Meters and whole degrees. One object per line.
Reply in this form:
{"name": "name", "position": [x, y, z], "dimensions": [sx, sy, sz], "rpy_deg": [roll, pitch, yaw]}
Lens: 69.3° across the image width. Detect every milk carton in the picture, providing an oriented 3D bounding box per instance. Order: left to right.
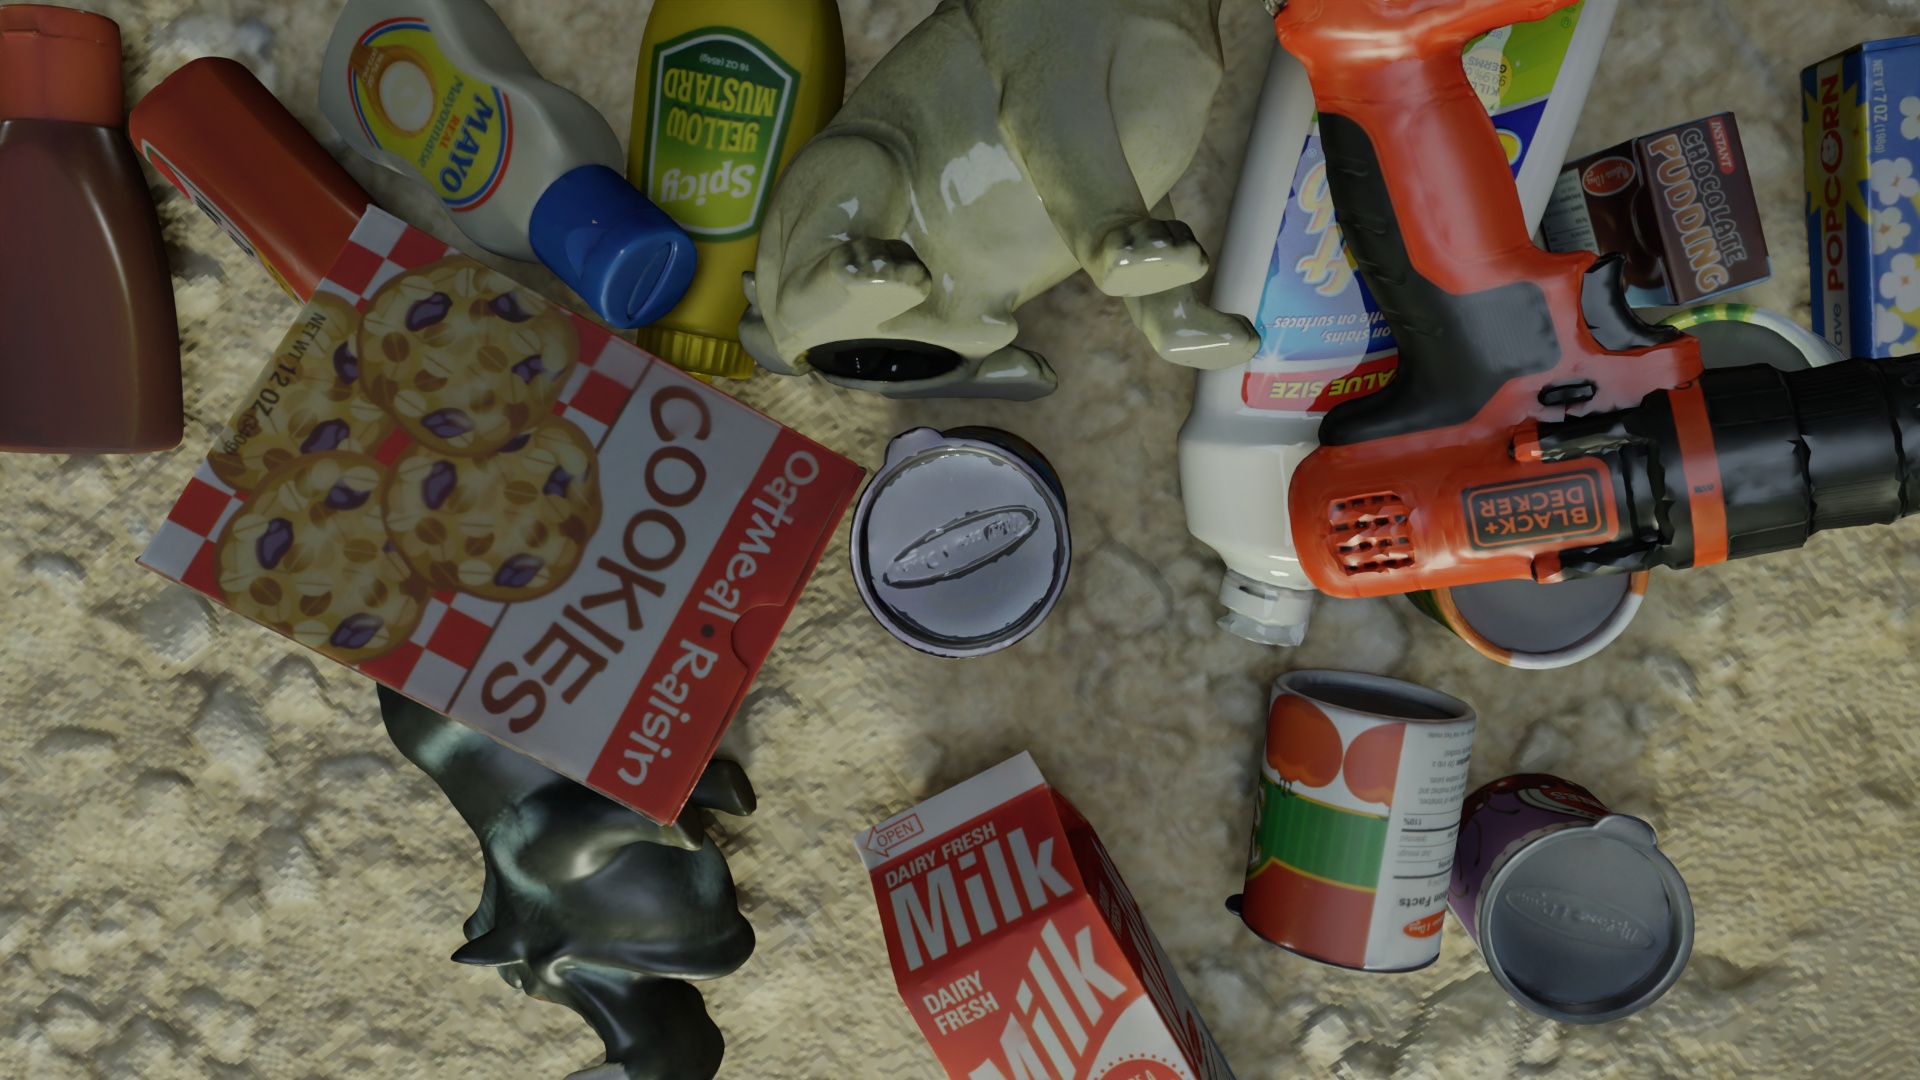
{"name": "milk carton", "position": [0.039, 0.168, 0.477], "dimensions": [0.072, 0.073, 0.190], "rpy_deg": [-28, 95, 8]}

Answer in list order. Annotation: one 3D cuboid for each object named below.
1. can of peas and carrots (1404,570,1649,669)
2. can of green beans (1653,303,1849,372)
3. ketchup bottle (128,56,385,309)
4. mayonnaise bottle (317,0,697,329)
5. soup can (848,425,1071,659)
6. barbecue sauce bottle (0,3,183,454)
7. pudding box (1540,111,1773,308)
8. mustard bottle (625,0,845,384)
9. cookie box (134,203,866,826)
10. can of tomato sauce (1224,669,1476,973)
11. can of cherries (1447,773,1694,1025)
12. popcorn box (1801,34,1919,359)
{"name": "can of peas and carrots", "position": [0.178, 0.002, 0.452], "dimensions": [0.071, 0.059, 0.071], "rpy_deg": [0, 98, 3]}
{"name": "can of green beans", "position": [0.239, -0.038, 0.430], "dimensions": [0.071, 0.058, 0.071], "rpy_deg": [1, 91, 40]}
{"name": "ketchup bottle", "position": [-0.203, -0.090, 0.467], "dimensions": [0.043, 0.064, 0.148], "rpy_deg": [-45, 102, -8]}
{"name": "mayonnaise bottle", "position": [-0.143, -0.123, 0.440], "dimensions": [0.148, 0.041, 0.064], "rpy_deg": [41, 111, 22]}
{"name": "soup can", "position": [0.002, -0.006, 0.451], "dimensions": [0.071, 0.084, 0.071], "rpy_deg": [0, 98, 4]}
{"name": "barbecue sauce bottle", "position": [-0.307, -0.105, 0.479], "dimensions": [0.065, 0.044, 0.148], "rpy_deg": [1, 97, 4]}
{"name": "pudding box", "position": [0.208, -0.097, 0.424], "dimensions": [0.030, 0.084, 0.049], "rpy_deg": [-17, 96, 5]}
{"name": "mustard bottle", "position": [-0.079, -0.105, 0.460], "dimensions": [0.065, 0.049, 0.160], "rpy_deg": [11, 98, 5]}
{"name": "cookie box", "position": [-0.132, -0.006, 0.421], "dimensions": [0.167, 0.040, 0.123], "rpy_deg": [28, 78, -5]}
{"name": "can of tomato sauce", "position": [0.130, 0.091, 0.465], "dimensions": [0.071, 0.071, 0.083], "rpy_deg": [7, 98, 3]}
{"name": "can of cherries", "position": [0.202, 0.116, 0.466], "dimensions": [0.071, 0.058, 0.071], "rpy_deg": [1, 98, 5]}
{"name": "popcorn box", "position": [0.321, -0.095, 0.440], "dimensions": [0.085, 0.038, 0.126], "rpy_deg": [-6, 97, 6]}
